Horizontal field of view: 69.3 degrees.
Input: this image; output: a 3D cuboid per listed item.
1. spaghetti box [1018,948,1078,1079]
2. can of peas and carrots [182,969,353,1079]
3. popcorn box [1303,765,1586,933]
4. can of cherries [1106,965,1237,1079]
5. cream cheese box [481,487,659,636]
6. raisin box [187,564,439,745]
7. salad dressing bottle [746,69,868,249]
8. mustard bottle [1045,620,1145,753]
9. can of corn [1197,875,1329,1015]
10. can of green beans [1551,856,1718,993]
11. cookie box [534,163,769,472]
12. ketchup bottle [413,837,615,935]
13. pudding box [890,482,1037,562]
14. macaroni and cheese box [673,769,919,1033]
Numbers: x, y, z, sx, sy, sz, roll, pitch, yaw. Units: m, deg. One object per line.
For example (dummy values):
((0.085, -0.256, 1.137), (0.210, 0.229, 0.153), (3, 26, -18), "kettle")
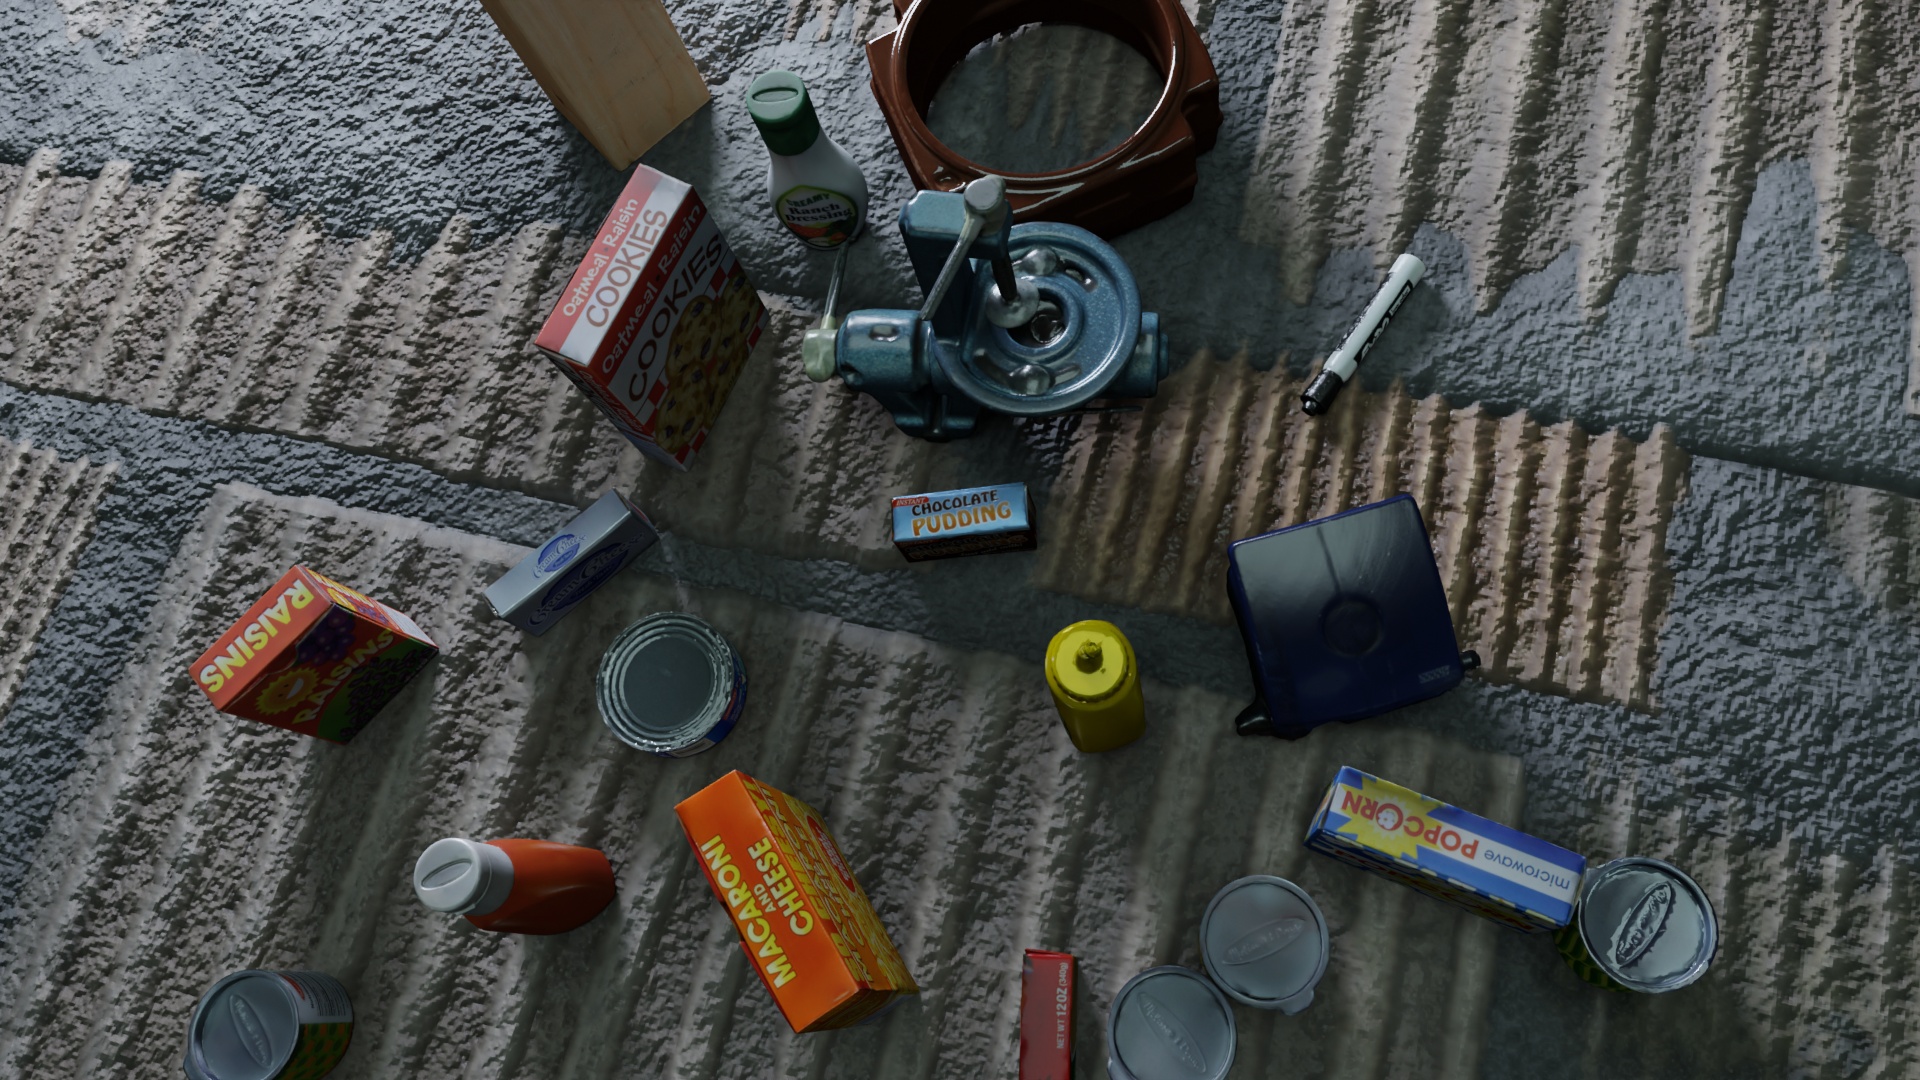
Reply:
((0.042, 0.343, 0.719), (0.029, 0.050, 0.251), (1, 72, 9), "spaghetti box")
((-0.397, 0.283, 0.799), (0.071, 0.058, 0.071), (-2, 72, 8), "can of peas and carrots")
((0.250, 0.164, 0.729), (0.127, 0.085, 0.038), (20, 76, 14), "popcorn box")
((0.109, 0.260, 0.732), (0.071, 0.058, 0.071), (-2, 72, 8), "can of cherries")
((-0.241, 0.015, 0.867), (0.104, 0.053, 0.024), (-40, 71, -5), "cream cheese box")
((-0.383, 0.072, 0.833), (0.040, 0.123, 0.086), (42, 82, 18), "raisin box")
((-0.098, -0.239, 0.880), (0.064, 0.147, 0.044), (-3, 72, 8), "salad dressing bottle")
((0.071, 0.073, 0.746), (0.049, 0.160, 0.065), (-17, 71, 3), "mustard bottle")
((0.161, 0.216, 0.739), (0.071, 0.058, 0.071), (-2, 72, 8), "can of corn")
((0.346, 0.199, 0.718), (0.071, 0.057, 0.071), (-2, 72, 8), "can of green beans")
((-0.182, -0.130, 0.846), (0.040, 0.167, 0.123), (22, 77, 15), "cookie box")
((-0.245, 0.189, 0.760), (0.065, 0.148, 0.043), (-26, 71, 0), "ketchup bottle")
((0.003, -0.011, 0.842), (0.084, 0.049, 0.030), (-6, 72, 6), "pudding box")
((-0.081, 0.192, 0.726), (0.040, 0.166, 0.124), (-33, 71, -3), "macaroni and cheese box")
